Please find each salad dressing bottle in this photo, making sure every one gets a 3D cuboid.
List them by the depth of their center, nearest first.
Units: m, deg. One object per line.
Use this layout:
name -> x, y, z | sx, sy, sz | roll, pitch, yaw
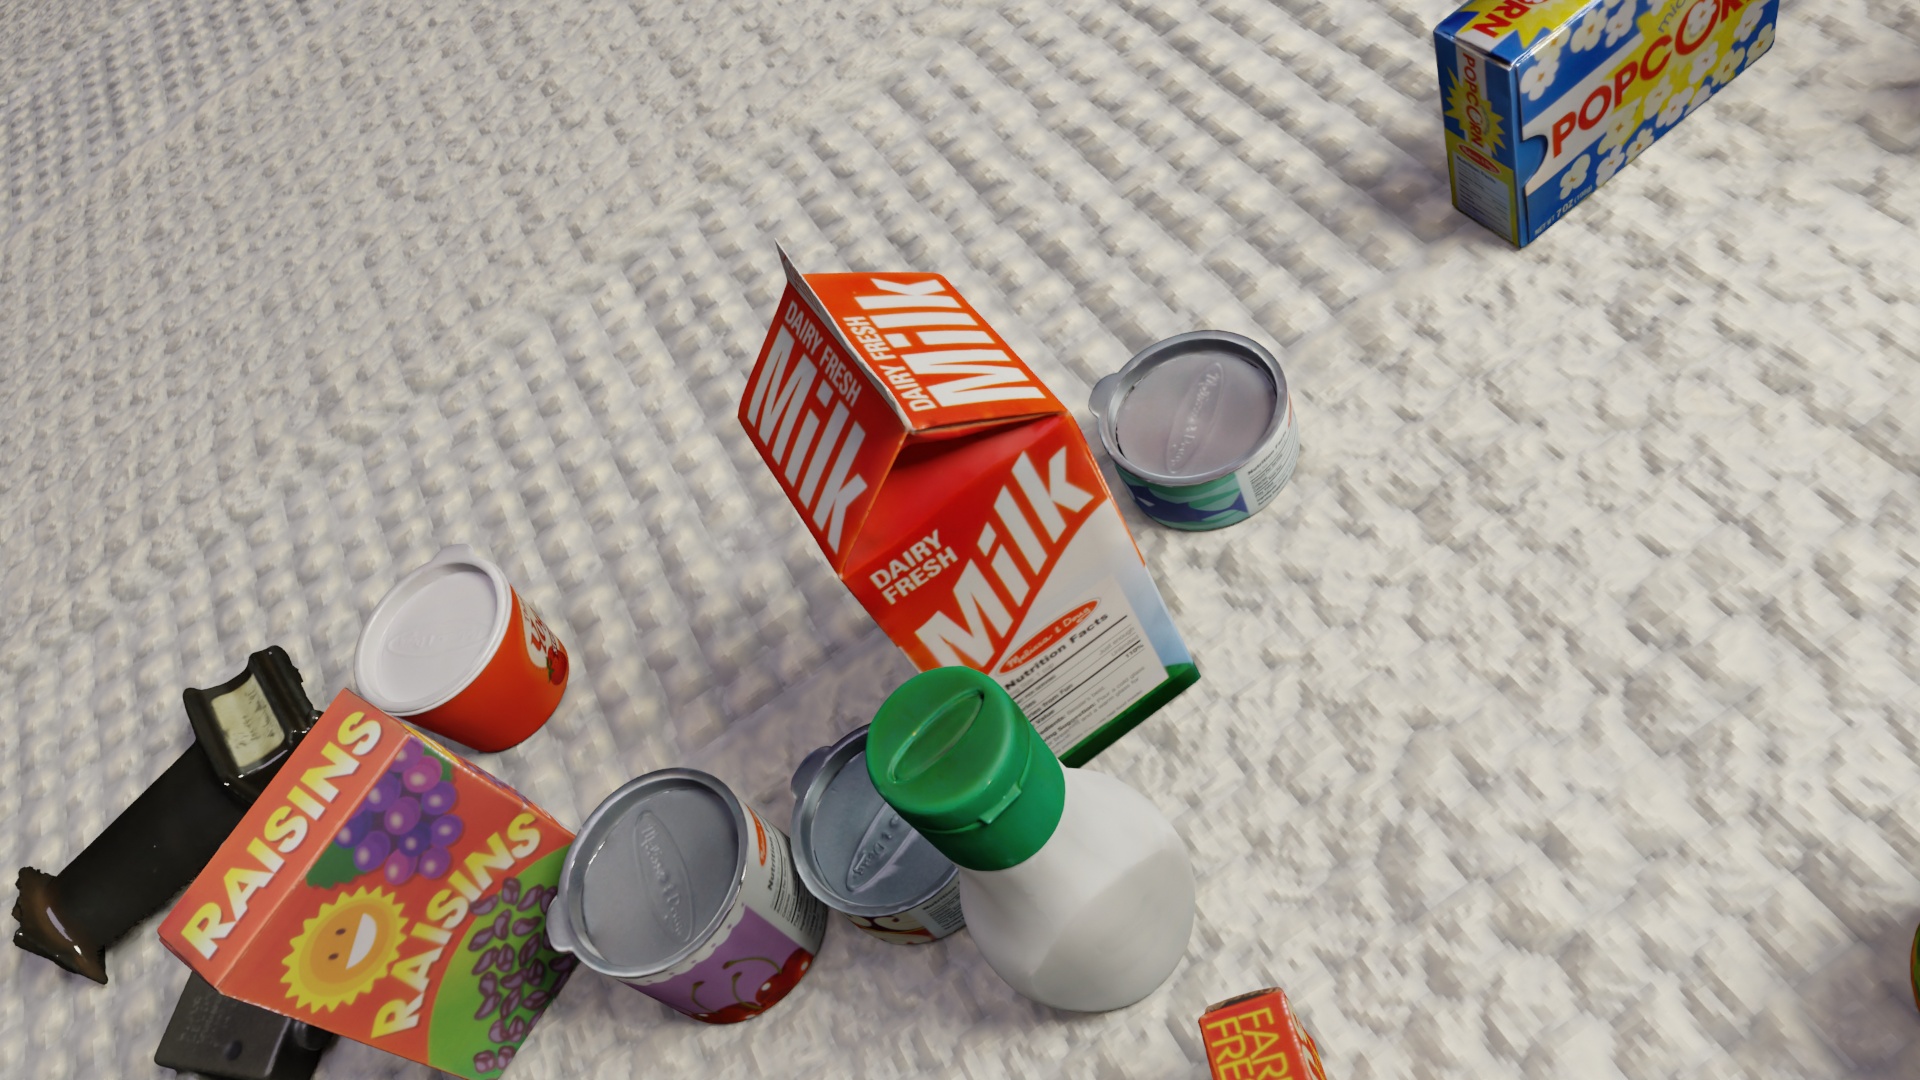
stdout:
salad dressing bottle -> 0.021, 0.081, 0.363 | 0.064, 0.147, 0.044 | -43, 52, -7

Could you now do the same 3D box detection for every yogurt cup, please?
yogurt cup -> -0.190, 0.047, 0.540 | 0.072, 0.053, 0.073 | -12, 54, 17

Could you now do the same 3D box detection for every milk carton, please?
milk carton -> 0.001, -0.005, 0.403 | 0.073, 0.190, 0.072 | -36, 51, -2

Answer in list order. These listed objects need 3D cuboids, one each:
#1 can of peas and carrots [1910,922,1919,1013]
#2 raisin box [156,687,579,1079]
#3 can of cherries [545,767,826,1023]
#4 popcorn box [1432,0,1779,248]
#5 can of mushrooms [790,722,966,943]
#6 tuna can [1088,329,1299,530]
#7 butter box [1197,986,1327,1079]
can of peas and carrots -> 0.254, 0.096, 0.306 | 0.071, 0.058, 0.071 | -12, 54, 17
raisin box -> -0.172, 0.114, 0.442 | 0.040, 0.123, 0.086 | 21, 69, 34
can of cherries -> -0.087, 0.115, 0.445 | 0.071, 0.058, 0.072 | -12, 54, 17
popcorn box -> 0.228, -0.176, 0.485 | 0.127, 0.085, 0.038 | -39, 51, -4
can of mushrooms -> -0.020, 0.092, 0.447 | 0.071, 0.033, 0.071 | -12, 54, 17
tuna can -> 0.082, -0.039, 0.491 | 0.071, 0.032, 0.071 | -12, 54, 17
butter box -> 0.087, 0.167, 0.336 | 0.024, 0.053, 0.104 | -21, 52, 10
